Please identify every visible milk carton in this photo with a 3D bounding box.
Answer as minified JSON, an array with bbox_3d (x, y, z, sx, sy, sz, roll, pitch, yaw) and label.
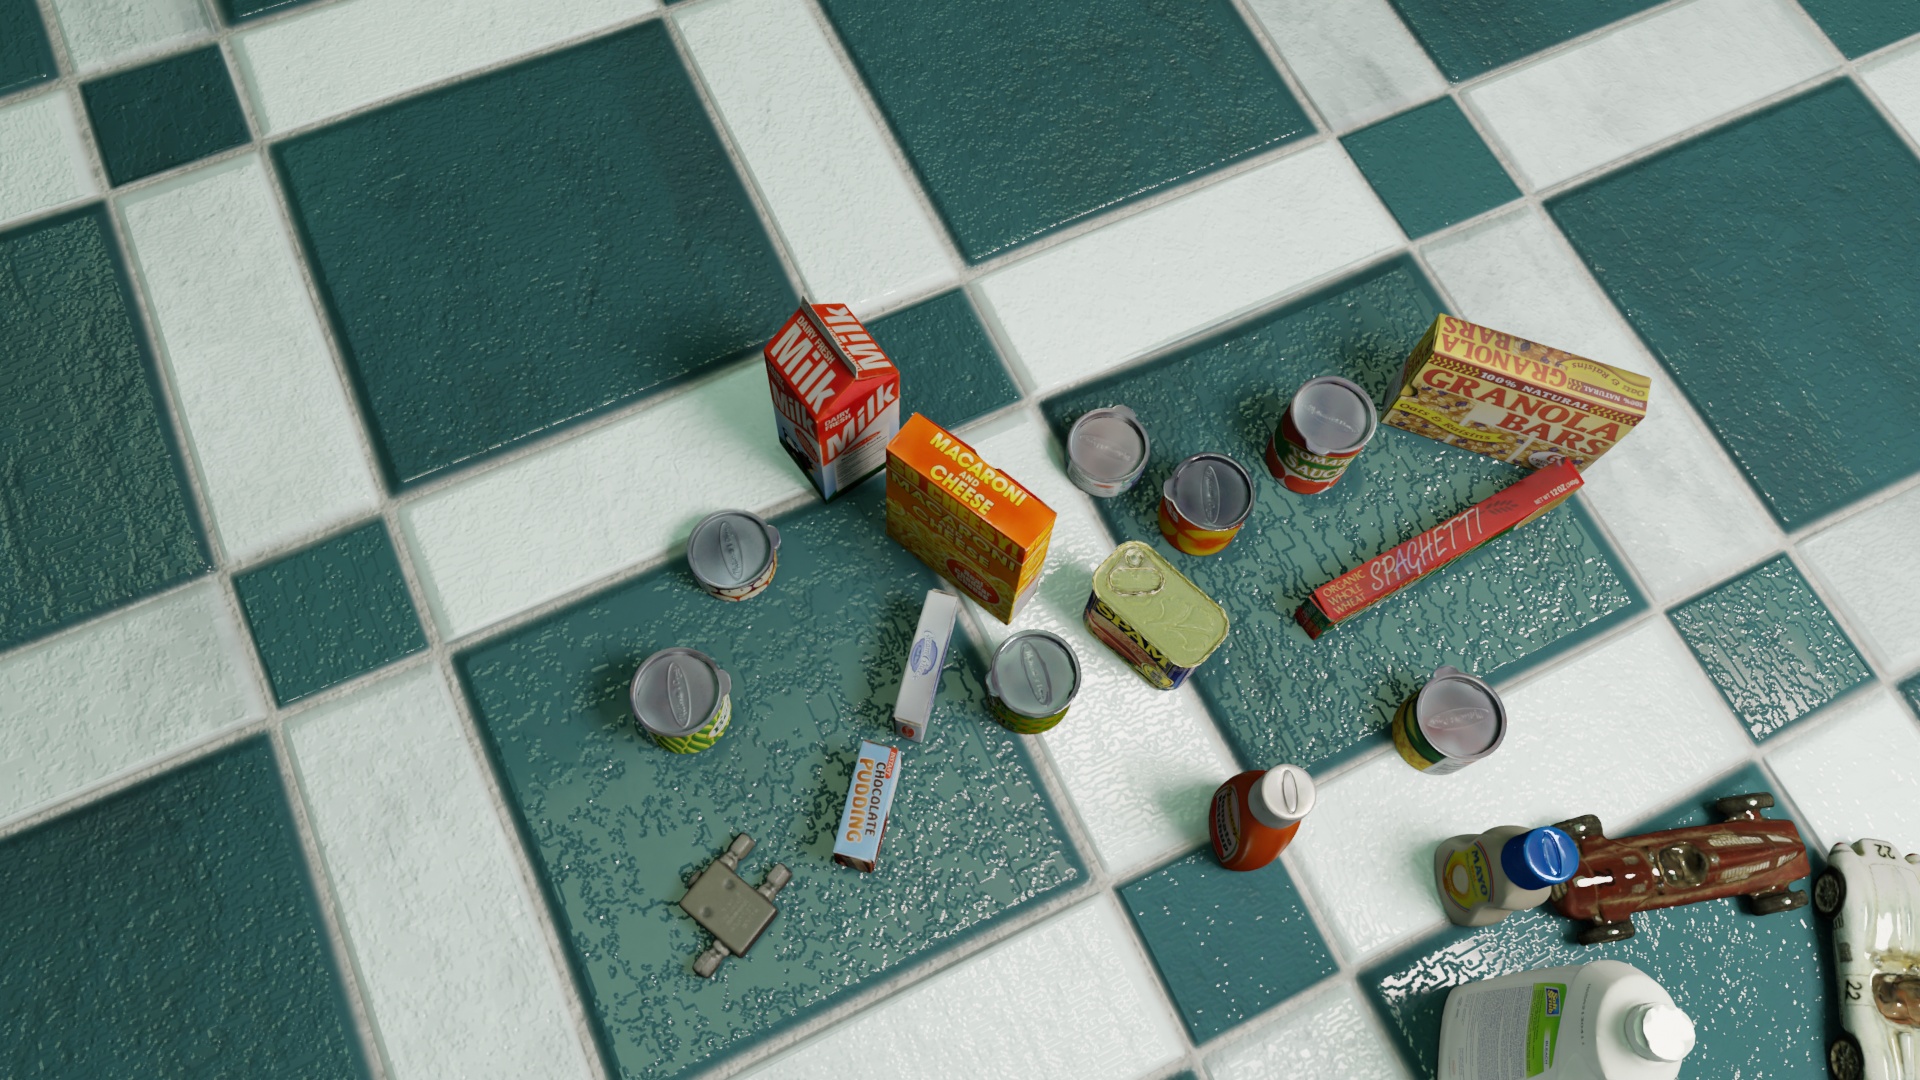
[{"bbox_3d":[-0.094,-0.107,1.032,0.073,0.189,0.072,-33,74,-14],"label":"milk carton"}]

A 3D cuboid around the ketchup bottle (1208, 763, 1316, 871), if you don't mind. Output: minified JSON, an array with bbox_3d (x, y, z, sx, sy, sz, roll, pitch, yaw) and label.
[{"bbox_3d":[0.207,0.186,0.954,0.043,0.148,0.065,-1,69,-4],"label":"ketchup bottle"}]

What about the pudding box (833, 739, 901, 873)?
[{"bbox_3d":[-0.066,0.190,0.990,0.030,0.049,0.084,13,68,2],"label":"pudding box"}]

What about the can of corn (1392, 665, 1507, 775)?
[{"bbox_3d":[0.361,0.134,1.031,0.071,0.058,0.071,1,68,-3],"label":"can of corn"}]

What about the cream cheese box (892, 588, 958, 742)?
[{"bbox_3d":[-0.026,0.093,1.029,0.024,0.053,0.104,14,68,3],"label":"cream cheese box"}]

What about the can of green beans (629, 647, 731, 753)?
[{"bbox_3d":[-0.202,0.117,1.008,0.071,0.057,0.071,1,68,-3],"label":"can of green beans"}]

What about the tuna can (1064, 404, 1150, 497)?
[{"bbox_3d":[0.118,-0.072,1.114,0.071,0.032,0.071,1,68,-3],"label":"tuna can"}]

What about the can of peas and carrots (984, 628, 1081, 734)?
[{"bbox_3d":[0.051,0.106,1.025,0.071,0.058,0.071,1,68,-3],"label":"can of peas and carrots"}]

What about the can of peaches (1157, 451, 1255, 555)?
[{"bbox_3d":[0.189,-0.028,1.087,0.071,0.058,0.071,1,68,-3],"label":"can of peaches"}]

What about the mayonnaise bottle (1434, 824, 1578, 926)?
[{"bbox_3d":[0.370,0.225,0.947,0.041,0.147,0.065,-5,69,-5],"label":"mayonnaise bottle"}]

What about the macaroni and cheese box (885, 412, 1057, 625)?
[{"bbox_3d":[0.004,-0.013,1.013,0.124,0.165,0.040,37,71,11],"label":"macaroni and cheese box"}]

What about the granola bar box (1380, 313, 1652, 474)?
[{"bbox_3d":[0.433,-0.110,1.097,0.166,0.123,0.039,18,69,4],"label":"granola bar box"}]

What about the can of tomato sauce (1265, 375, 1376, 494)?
[{"bbox_3d":[0.283,-0.080,1.100,0.071,0.082,0.071,1,68,-3],"label":"can of tomato sauce"}]

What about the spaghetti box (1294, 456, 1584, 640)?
[{"bbox_3d":[0.375,0.006,1.088,0.251,0.050,0.029,-26,72,-13],"label":"spaghetti box"}]

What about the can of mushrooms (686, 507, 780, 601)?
[{"bbox_3d":[-0.172,0.011,1.065,0.071,0.033,0.071,1,68,-3],"label":"can of mushrooms"}]
